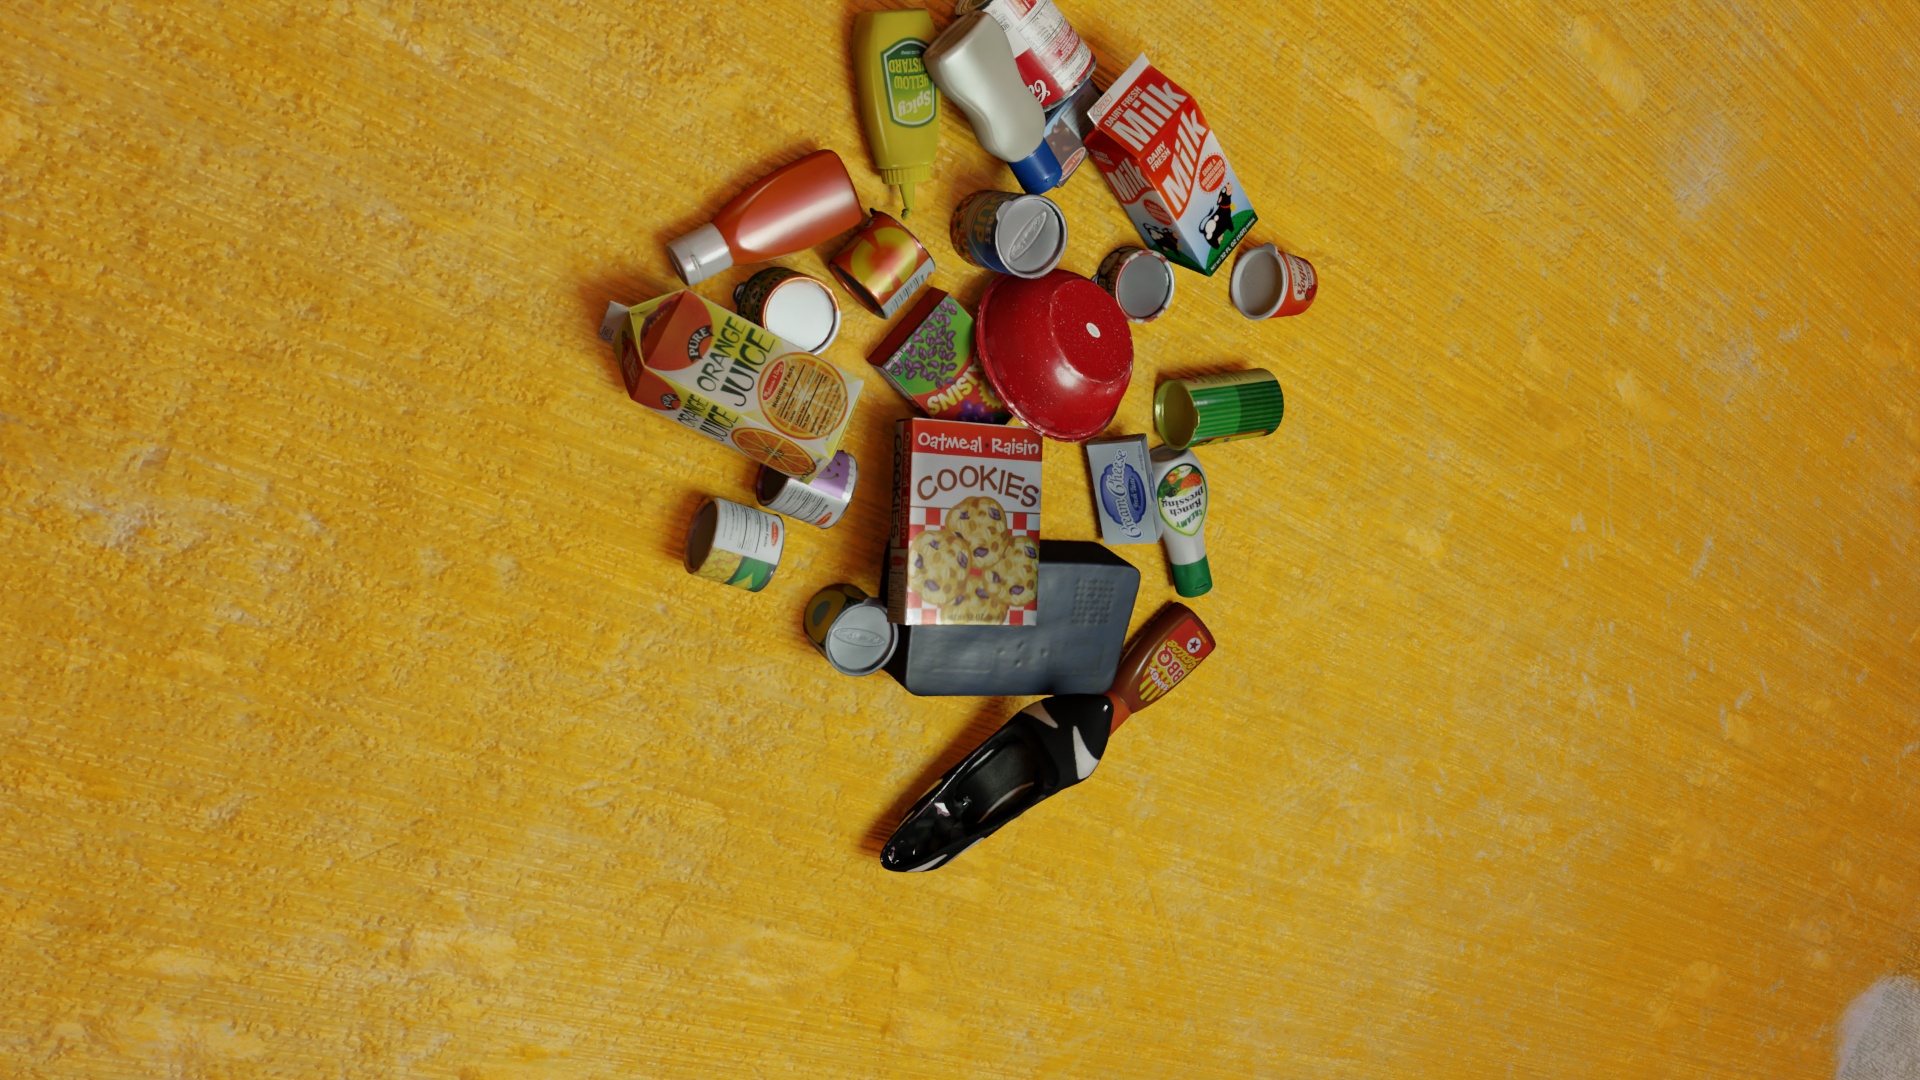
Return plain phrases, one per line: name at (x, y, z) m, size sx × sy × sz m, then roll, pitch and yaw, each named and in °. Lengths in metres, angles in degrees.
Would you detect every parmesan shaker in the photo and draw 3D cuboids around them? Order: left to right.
parmesan shaker at (0.242, -0.122, 1.291) m, size 0.103 × 0.071 × 0.071 m, roll -9°, pitch 110°, yaw -25°

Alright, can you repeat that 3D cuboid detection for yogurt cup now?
yogurt cup at (0.293, -0.237, 1.288) m, size 0.054 × 0.072 × 0.072 m, roll -3°, pitch 107°, yaw -35°

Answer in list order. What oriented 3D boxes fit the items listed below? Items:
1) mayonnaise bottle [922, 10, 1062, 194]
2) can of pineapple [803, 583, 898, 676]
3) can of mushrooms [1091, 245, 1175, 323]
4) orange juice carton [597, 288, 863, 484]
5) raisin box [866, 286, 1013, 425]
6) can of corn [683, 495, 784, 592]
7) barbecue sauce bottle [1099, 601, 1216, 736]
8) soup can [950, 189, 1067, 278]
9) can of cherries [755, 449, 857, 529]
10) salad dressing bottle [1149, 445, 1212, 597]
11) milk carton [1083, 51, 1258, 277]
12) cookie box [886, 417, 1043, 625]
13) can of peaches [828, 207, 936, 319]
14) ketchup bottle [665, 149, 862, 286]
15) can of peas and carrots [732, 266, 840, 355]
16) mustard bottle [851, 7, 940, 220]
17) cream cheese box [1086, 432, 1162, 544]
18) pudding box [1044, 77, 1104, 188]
mayonnaise bottle at (0.032, -0.338, 1.090) m, size 0.065 × 0.041 × 0.147 m, roll -45°, pitch 130°, yaw -7°
can of pineapple at (-0.093, 0.074, 1.183) m, size 0.071 × 0.058 × 0.070 m, roll -9°, pitch 110°, yaw -26°
can of mushrooms at (0.154, -0.227, 1.235) m, size 0.071 × 0.033 × 0.070 m, roll -9°, pitch 110°, yaw -26°
orange juice carton at (-0.178, -0.122, 1.041) m, size 0.193 × 0.071 × 0.073 m, roll 26°, pitch 69°, yaw -13°
raisin box at (-0.007, -0.140, 1.174) m, size 0.086 × 0.040 × 0.123 m, roll -50°, pitch 120°, yaw -6°
can of corn at (-0.183, 0.004, 1.112) m, size 0.058 × 0.071 × 0.071 m, roll 18°, pitch 97°, yaw -30°
barbecue sauce bottle at (0.179, 0.131, 1.352) m, size 0.149 × 0.044 × 0.064 m, roll -43°, pitch 121°, yaw -9°
soup can at (0.037, -0.254, 1.135) m, size 0.071 × 0.084 × 0.071 m, roll -8°, pitch 109°, yaw -25°
can of cherries at (-0.125, -0.051, 1.126) m, size 0.058 × 0.071 × 0.071 m, roll 21°, pitch 95°, yaw -30°
salad dressing bottle at (0.210, -0.017, 1.322) m, size 0.064 × 0.044 × 0.147 m, roll -22°, pitch 115°, yaw -14°
milk carton at (0.171, -0.316, 1.169) m, size 0.072 × 0.073 × 0.190 m, roll -50°, pitch 134°, yaw -6°
cookie box at (0.004, -0.014, 1.148) m, size 0.123 × 0.040 × 0.167 m, roll 3°, pitch 89°, yaw -28°
can of peaches at (-0.065, -0.220, 1.104) m, size 0.058 × 0.071 × 0.071 m, roll -48°, pitch 121°, yaw -6°
ketchup bottle at (-0.151, -0.242, 1.063) m, size 0.149 × 0.043 × 0.064 m, roll -30°, pitch 116°, yaw -16°
can of peas and carrots at (-0.136, -0.179, 1.082) m, size 0.071 × 0.059 × 0.070 m, roll -8°, pitch 109°, yaw -26°
mustard bottle at (-0.046, -0.332, 1.088) m, size 0.065 × 0.049 × 0.159 m, roll -15°, pitch 112°, yaw -25°
cream cheese box at (0.151, -0.047, 1.278) m, size 0.024 × 0.053 × 0.103 m, roll -54°, pitch 135°, yaw -57°
pudding box at (0.088, -0.344, 1.166) m, size 0.049 × 0.030 × 0.084 m, roll 41°, pitch 85°, yaw -32°
